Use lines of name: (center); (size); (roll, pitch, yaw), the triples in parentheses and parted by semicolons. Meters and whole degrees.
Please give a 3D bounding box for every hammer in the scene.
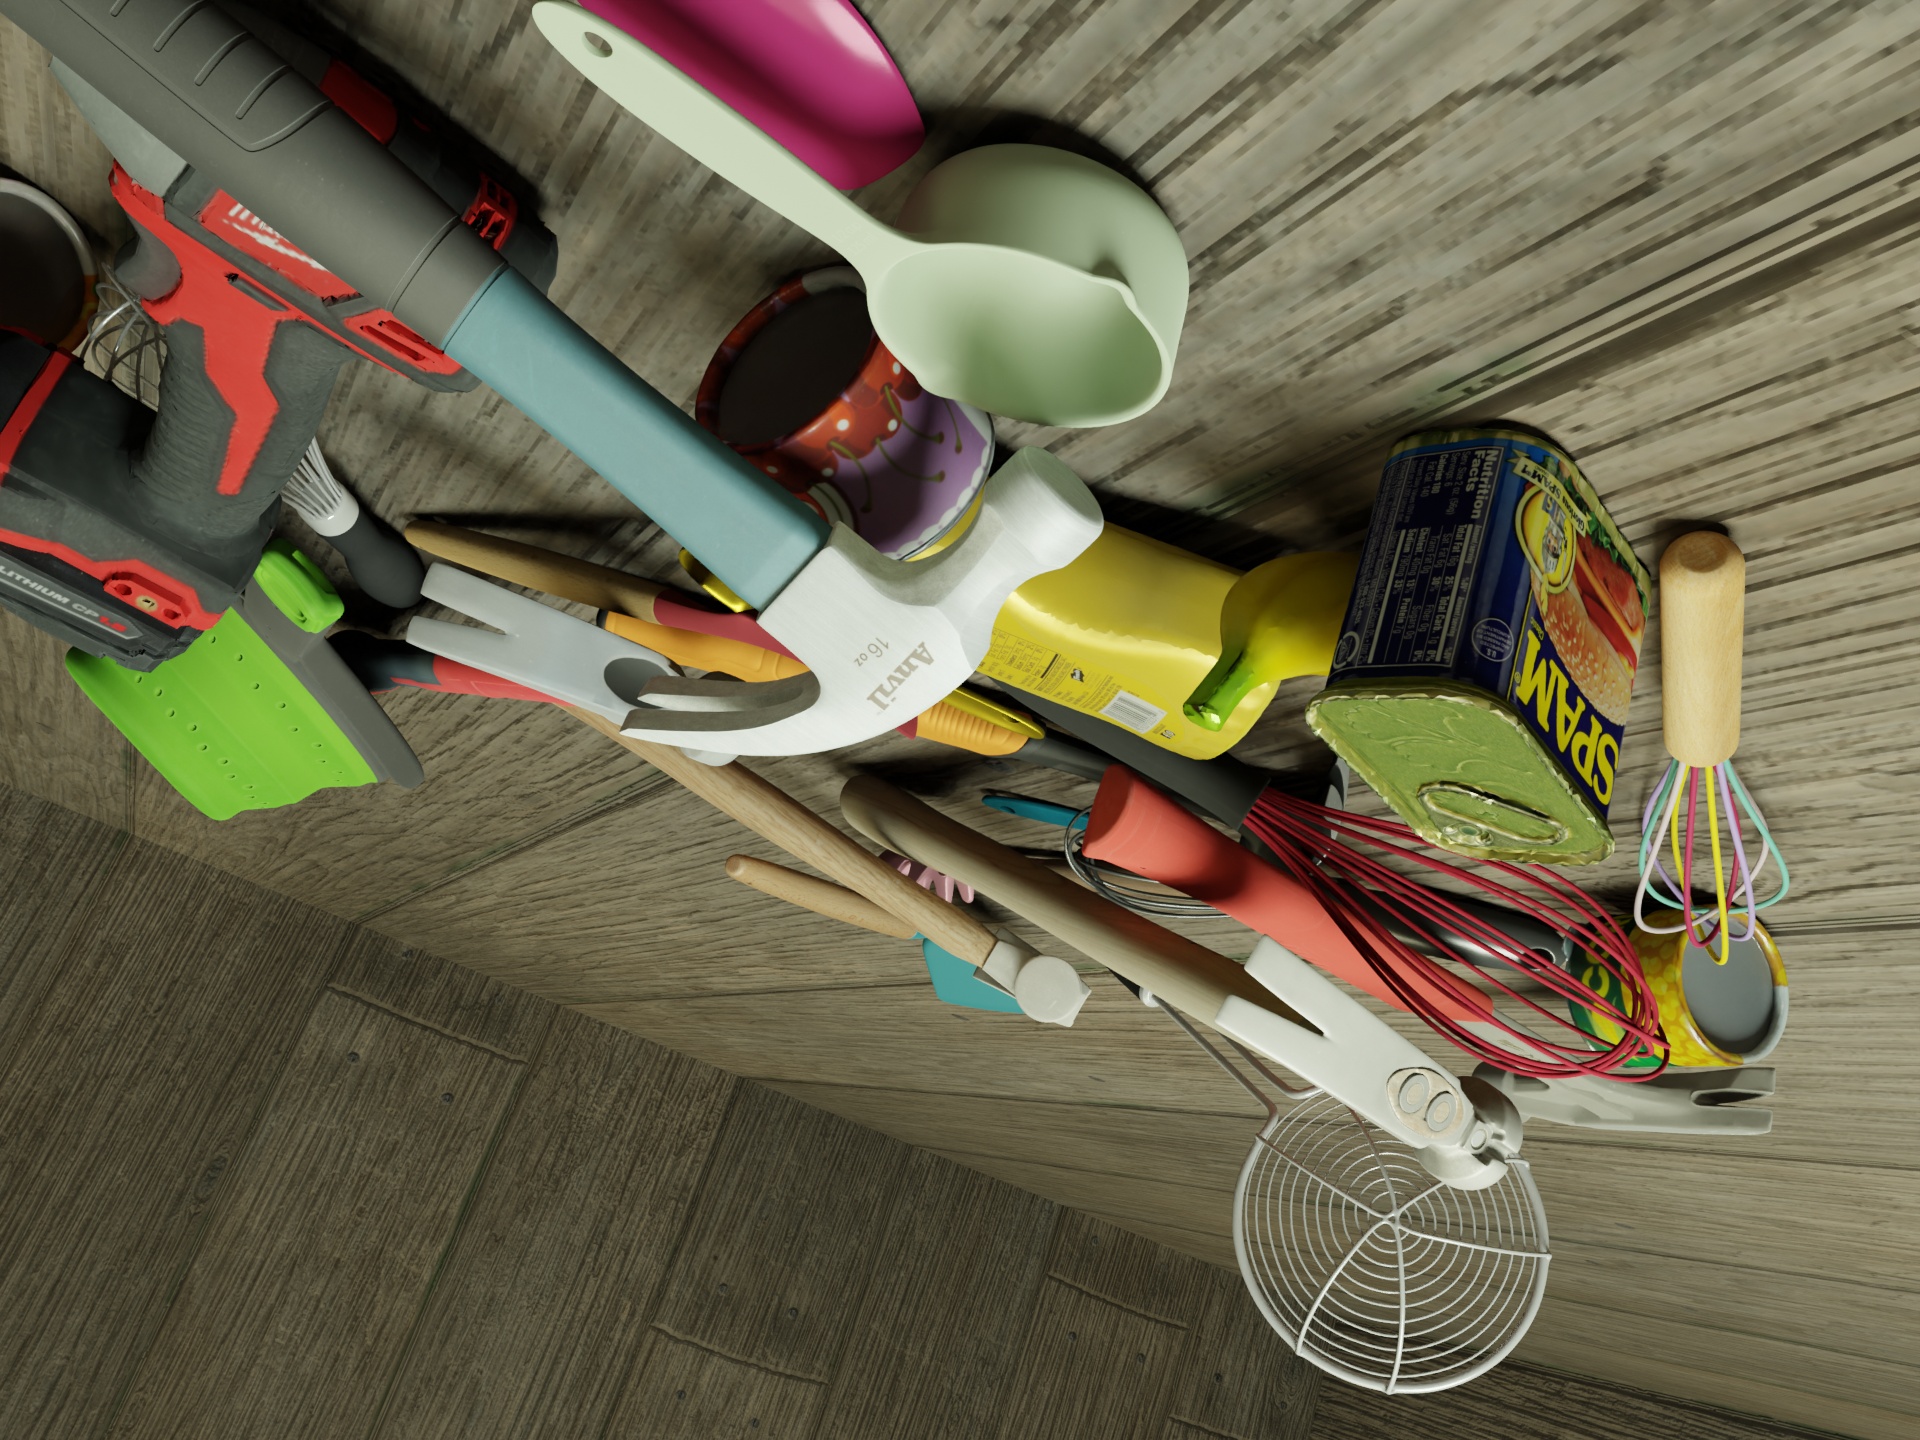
hammer: (-0.253, -0.030, 0.760); (0.143, 0.038, 0.386); (24, 169, -36)
hammer: (0.196, 0.110, 0.695); (0.358, 0.037, 0.149); (30, 153, -29)
hammer: (-0.080, 0.058, 0.813); (0.331, 0.031, 0.130); (31, 173, 11)
hammer: (-0.001, -0.002, 0.692); (0.337, 0.034, 0.127); (17, 161, 7)
hammer: (0.042, 0.079, 0.690); (0.146, 0.038, 0.411); (36, 172, -32)
hammer: (-0.128, -0.110, 0.384); (0.331, 0.033, 0.128); (39, 114, -14)

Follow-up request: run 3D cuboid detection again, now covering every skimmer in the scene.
skimmer: (0.137, 0.176, 0.783); (0.090, 0.127, 0.363); (54, 174, -23)

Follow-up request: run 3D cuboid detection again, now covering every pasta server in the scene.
pasta server: (0.069, 0.093, 0.873); (0.316, 0.040, 0.060); (1, 165, 40)

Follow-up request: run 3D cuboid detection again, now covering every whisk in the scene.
whisk: (0.241, 0.019, 0.512); (0.051, 0.047, 0.244); (9, 155, 29)
whisk: (-0.277, -0.103, 0.663); (0.070, 0.070, 0.284); (18, 165, 5)
whisk: (0.125, 0.041, 0.586); (0.296, 0.073, 0.073); (33, 163, 12)
whisk: (0.166, 0.082, 0.751); (0.239, 0.055, 0.055); (12, 159, 7)

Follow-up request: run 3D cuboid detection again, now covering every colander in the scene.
colander: (-0.341, -0.021, 0.729); (0.204, 0.094, 0.397); (52, 159, -14)

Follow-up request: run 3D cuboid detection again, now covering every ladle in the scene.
ladle: (-0.134, -0.049, 0.641); (0.316, 0.031, 0.069); (18, 166, 38)

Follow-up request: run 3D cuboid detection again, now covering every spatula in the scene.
spatula: (-0.043, 0.127, 0.928); (0.082, 0.044, 0.317); (2, 164, 29)

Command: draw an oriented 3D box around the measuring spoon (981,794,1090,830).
measuring spoon: (0.070, 0.062, 0.812); (0.128, 0.021, 0.042); (13, 159, 14)

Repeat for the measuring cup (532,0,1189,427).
measuring cup: (-0.017, -0.126, 0.369); (0.167, 0.038, 0.083); (28, 160, -26)

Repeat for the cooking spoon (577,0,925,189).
cooking spoon: (-0.136, -0.203, 0.313); (0.318, 0.017, 0.069); (30, 157, -30)

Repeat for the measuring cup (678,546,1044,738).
measuring cup: (-0.033, -0.038, 0.614); (0.156, 0.029, 0.062); (27, 164, -3)

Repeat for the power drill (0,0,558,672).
power drill: (-0.237, -0.115, 0.471); (0.219, 0.079, 0.143); (-31, 131, 33)
